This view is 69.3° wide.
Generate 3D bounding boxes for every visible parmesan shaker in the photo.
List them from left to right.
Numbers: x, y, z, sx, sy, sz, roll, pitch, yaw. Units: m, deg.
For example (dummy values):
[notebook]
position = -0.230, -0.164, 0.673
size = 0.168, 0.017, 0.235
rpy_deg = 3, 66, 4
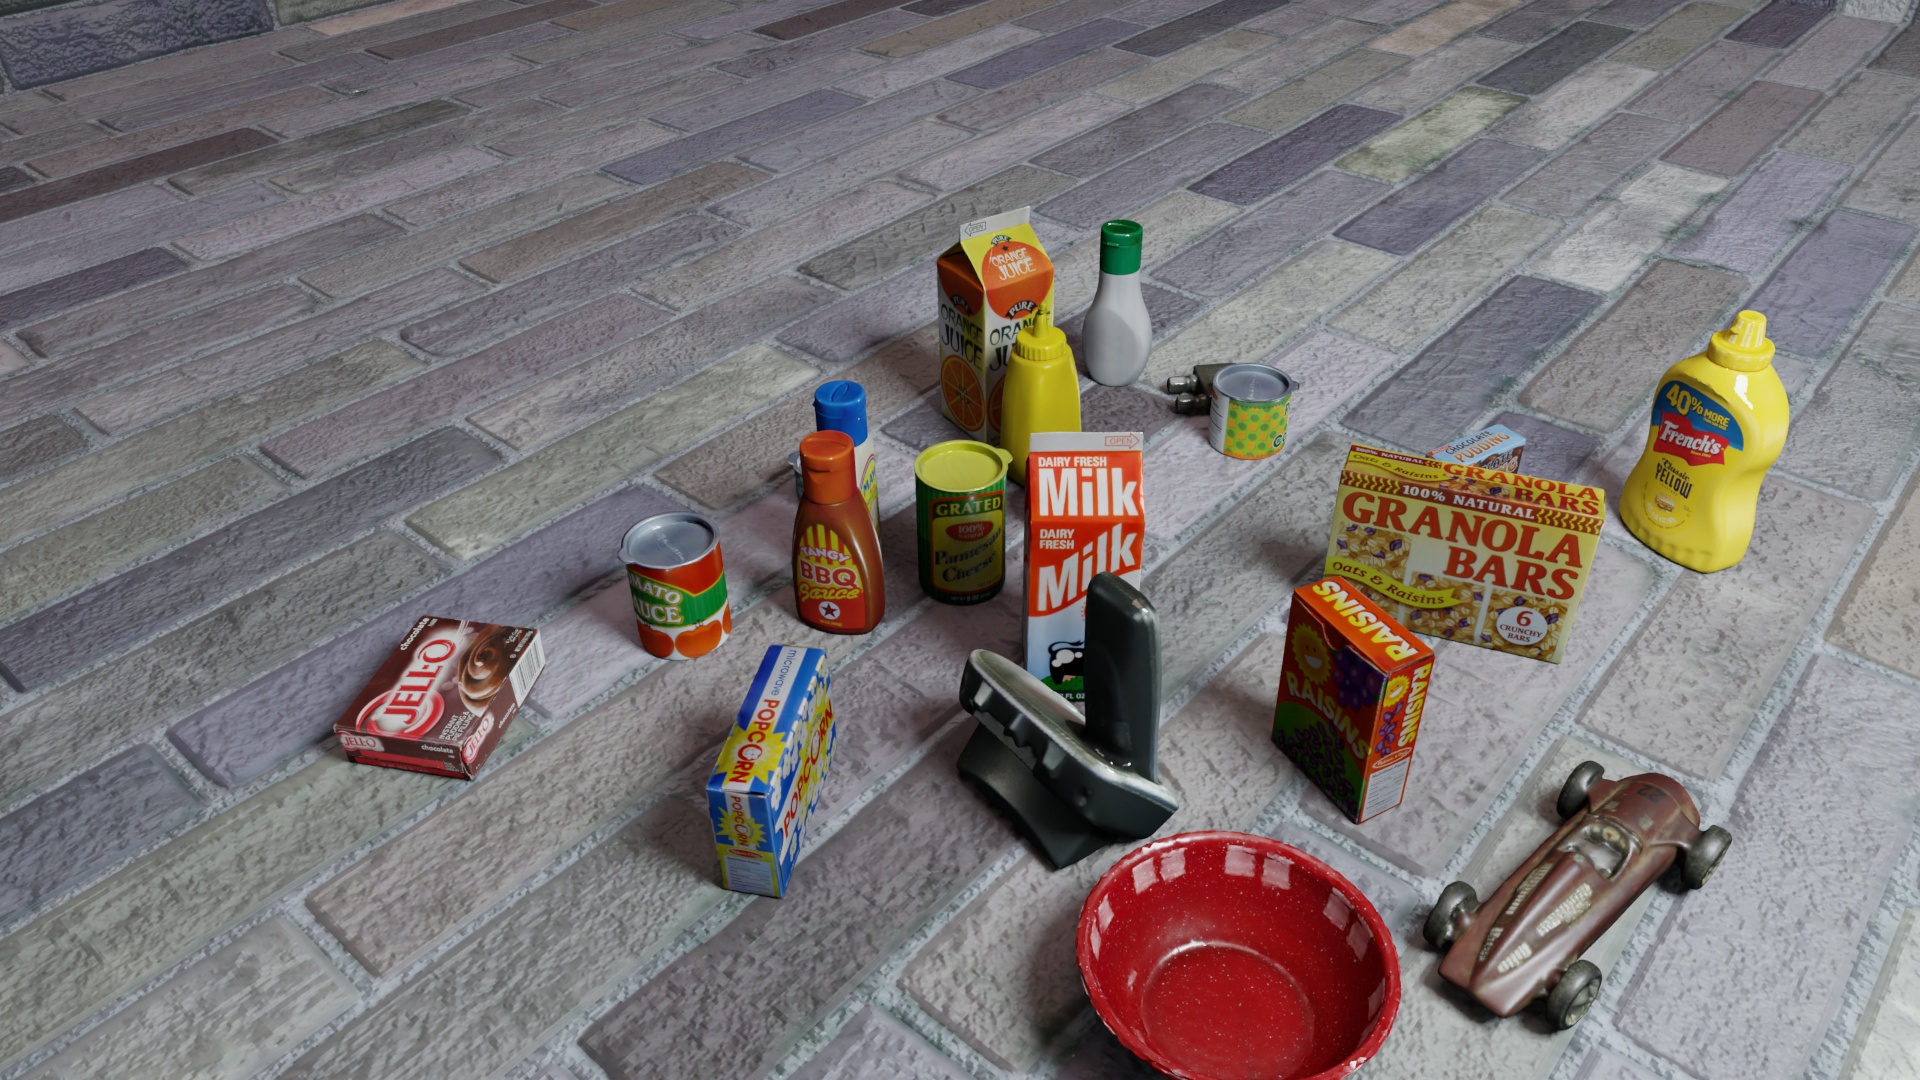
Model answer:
[parmesan shaker]
position = 0.004, -0.013, 1.007
size = 0.071, 0.102, 0.072
rpy_deg = -1, 36, 1

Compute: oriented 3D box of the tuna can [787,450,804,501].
[tuna can]
position = -0.104, -0.052, 1.125
size = 0.071, 0.032, 0.071
rpy_deg = -1, 36, 1

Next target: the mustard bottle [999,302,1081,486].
[mustard bottle]
position = 0.064, -0.120, 1.105
size = 0.065, 0.159, 0.049
rpy_deg = -30, 45, -34

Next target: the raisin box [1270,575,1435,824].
[raisin box]
position = 0.232, 0.095, 0.835
size = 0.040, 0.122, 0.086
rpy_deg = -17, 39, -21

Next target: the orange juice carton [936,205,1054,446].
[orange juice carton]
position = 0.030, -0.183, 1.166
size = 0.072, 0.191, 0.073
rpy_deg = -22, 41, -26

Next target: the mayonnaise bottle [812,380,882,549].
[mayonnaise bottle]
position = -0.083, -0.044, 1.015
size = 0.041, 0.147, 0.065
rpy_deg = 7, 37, 12

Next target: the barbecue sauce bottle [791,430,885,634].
[barbecue sauce bottle]
position = -0.087, -0.005, 0.960
size = 0.065, 0.147, 0.044
rpy_deg = 10, 37, 15

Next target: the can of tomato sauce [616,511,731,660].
[can of tomato sauce]
position = -0.198, 0.033, 0.967
size = 0.071, 0.082, 0.071
rpy_deg = -1, 36, 1

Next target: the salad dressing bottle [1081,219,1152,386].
[salad dressing bottle]
position = 0.141, -0.211, 1.240
size = 0.064, 0.146, 0.044
rpy_deg = 18, 40, 25

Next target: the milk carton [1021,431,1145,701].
[milk carton]
position = 0.078, 0.011, 0.899
size = 0.072, 0.189, 0.074
rpy_deg = -1, 36, 0

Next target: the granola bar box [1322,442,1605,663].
[granola bar box]
position = 0.339, 0.008, 0.952
size = 0.165, 0.123, 0.039
rpy_deg = 13, 38, 19

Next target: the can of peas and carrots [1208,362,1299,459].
[can of peas and carrots]
position = 0.246, -0.109, 1.172
size = 0.071, 0.058, 0.071
rpy_deg = -1, 36, 1

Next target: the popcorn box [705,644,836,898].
[popcorn box]
position = -0.109, 0.134, 0.823
size = 0.038, 0.084, 0.127
rpy_deg = 5, 36, 9

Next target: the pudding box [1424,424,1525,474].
[pudding box]
position = 0.404, -0.056, 1.102
size = 0.084, 0.049, 0.030
rpy_deg = -20, 40, -24
